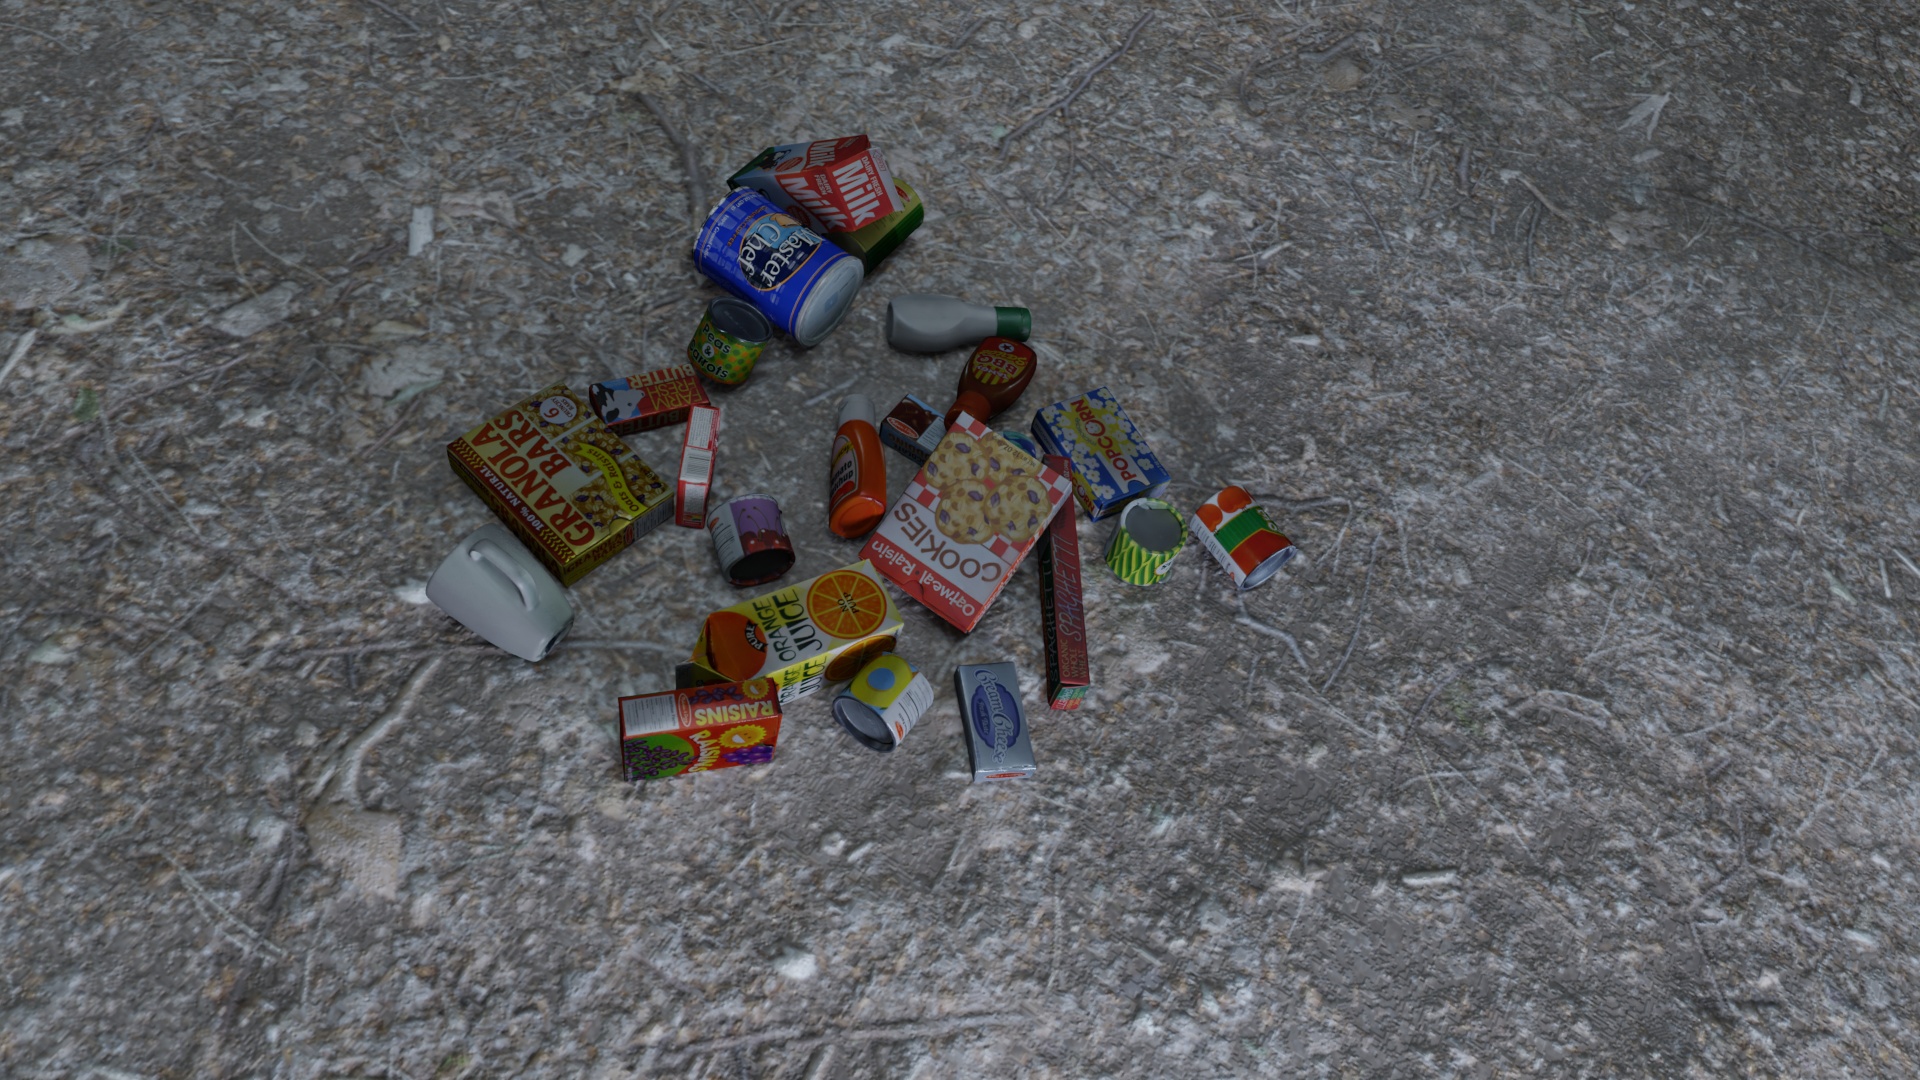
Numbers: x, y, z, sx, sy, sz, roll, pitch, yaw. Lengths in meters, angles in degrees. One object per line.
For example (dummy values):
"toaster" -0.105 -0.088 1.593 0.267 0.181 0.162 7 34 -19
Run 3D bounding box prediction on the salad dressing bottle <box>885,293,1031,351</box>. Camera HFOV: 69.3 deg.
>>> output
"salad dressing bottle" -0.001 -0.225 1.442 0.148 0.043 0.064 -1 56 -15

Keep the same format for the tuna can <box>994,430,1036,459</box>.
"tuna can" 0.043 -0.073 1.339 0.071 0.070 0.033 4 56 -11

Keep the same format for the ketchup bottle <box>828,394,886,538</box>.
"ketchup bottle" -0.097 -0.075 1.311 0.043 0.064 0.149 24 42 -28

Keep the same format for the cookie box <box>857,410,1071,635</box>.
"cookie box" 0.005 -0.016 1.267 0.123 0.040 0.167 34 82 11

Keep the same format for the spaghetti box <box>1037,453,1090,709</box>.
"spaghetti box" 0.092 0.035 1.287 0.029 0.050 0.251 4 57 -9

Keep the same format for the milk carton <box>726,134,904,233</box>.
"milk carton" -0.140 -0.362 1.420 0.190 0.072 0.074 7 45 39

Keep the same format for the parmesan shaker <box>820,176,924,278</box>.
"parmesan shaker" -0.096 -0.333 1.476 0.071 0.071 0.103 34 57 9

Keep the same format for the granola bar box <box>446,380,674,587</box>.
"granola bar box" -0.358 -0.055 1.247 0.166 0.038 0.125 42 58 15

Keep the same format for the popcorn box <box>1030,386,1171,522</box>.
"popcorn box" 0.139 -0.087 1.386 0.085 0.038 0.127 -20 63 -25

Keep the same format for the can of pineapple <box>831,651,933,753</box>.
"can of pineapple" -0.066 0.136 1.174 0.071 0.070 0.058 35 56 10

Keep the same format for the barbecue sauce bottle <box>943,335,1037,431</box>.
"barbecue sauce bottle" 0.026 -0.150 1.376 0.065 0.043 0.149 21 40 9

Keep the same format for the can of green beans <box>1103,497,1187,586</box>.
"can of green beans" 0.177 0.001 1.325 0.071 0.057 0.071 6 56 -9

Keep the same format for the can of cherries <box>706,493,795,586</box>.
"can of cherries" -0.184 0.000 1.236 0.072 0.071 0.058 -12 61 -20

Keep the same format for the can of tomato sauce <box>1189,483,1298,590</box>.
"can of tomato sauce" 0.274 -0.005 1.346 0.071 0.070 0.083 -25 66 -26

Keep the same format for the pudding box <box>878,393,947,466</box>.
"pudding box" -0.032 -0.101 1.360 0.084 0.030 0.050 33 57 9

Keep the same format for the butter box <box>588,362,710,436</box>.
"butter box" -0.295 -0.133 1.322 0.104 0.024 0.053 -16 61 -22

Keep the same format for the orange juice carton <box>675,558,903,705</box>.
"orange juice carton" -0.152 0.090 1.180 0.193 0.071 0.073 -19 63 -24

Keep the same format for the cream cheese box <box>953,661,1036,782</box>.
"cream cheese box" 0.029 0.156 1.208 0.053 0.024 0.104 -2 58 -15

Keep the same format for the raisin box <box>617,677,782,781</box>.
"raisin box" -0.210 0.152 1.117 0.123 0.085 0.040 -6 58 -17

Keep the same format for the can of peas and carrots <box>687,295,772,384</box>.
"can of peas and carrots" -0.225 -0.193 1.344 0.071 0.058 0.071 23 36 -18
